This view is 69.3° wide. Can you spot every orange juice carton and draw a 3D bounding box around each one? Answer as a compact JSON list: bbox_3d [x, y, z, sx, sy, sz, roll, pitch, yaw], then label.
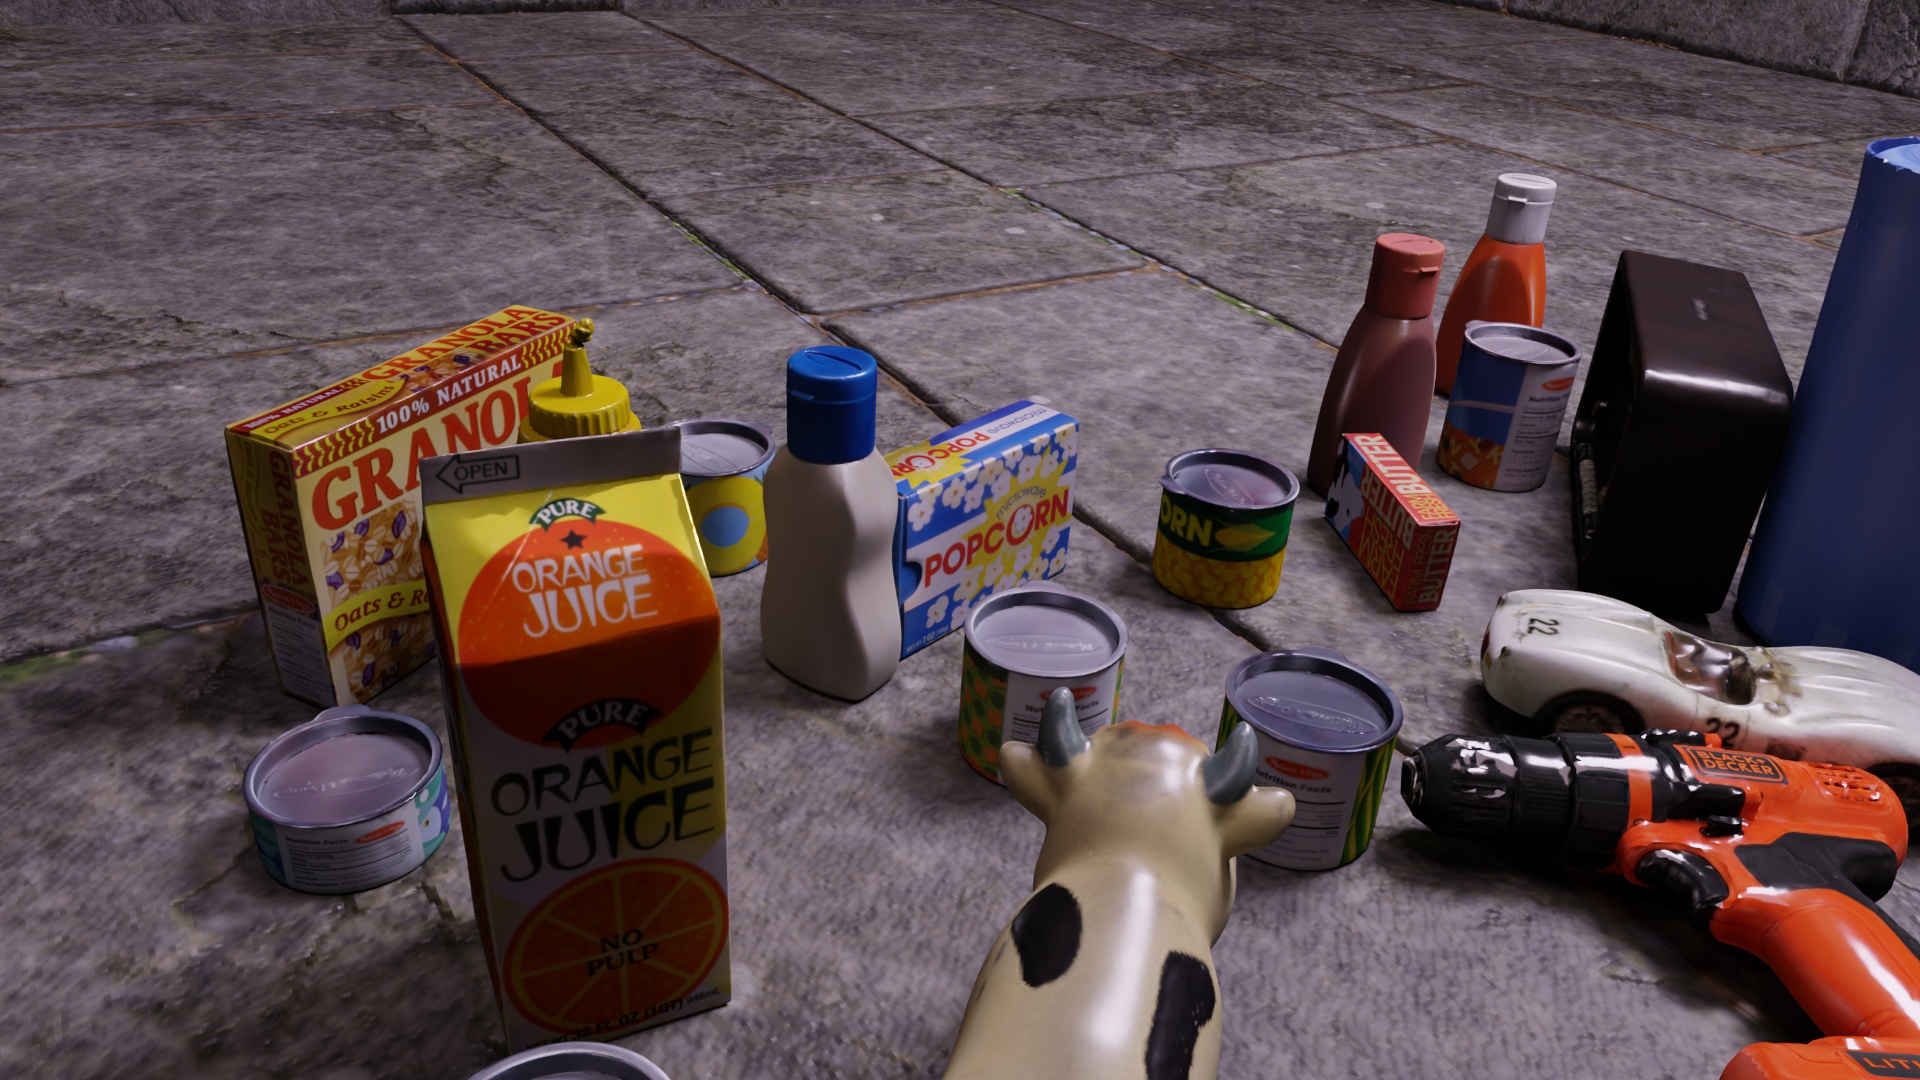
[{"bbox_3d":[-0.114,0.056,0.418,0.072,0.191,0.073,-10,32,-24],"label":"orange juice carton"}]

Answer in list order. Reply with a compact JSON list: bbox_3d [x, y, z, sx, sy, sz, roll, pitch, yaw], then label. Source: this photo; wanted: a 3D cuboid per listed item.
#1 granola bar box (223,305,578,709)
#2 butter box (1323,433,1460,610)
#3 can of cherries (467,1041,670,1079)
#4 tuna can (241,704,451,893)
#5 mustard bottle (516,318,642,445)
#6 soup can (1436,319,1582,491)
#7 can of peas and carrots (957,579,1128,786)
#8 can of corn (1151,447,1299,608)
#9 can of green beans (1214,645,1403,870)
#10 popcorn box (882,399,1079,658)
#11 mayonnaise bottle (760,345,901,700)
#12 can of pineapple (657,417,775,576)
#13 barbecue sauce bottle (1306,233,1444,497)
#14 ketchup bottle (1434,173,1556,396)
[{"bbox_3d":[-0.232,-0.020,0.611,0.039,0.123,0.166,15,31,20],"label":"granola bar box"},{"bbox_3d":[0.224,-0.011,0.725,0.024,0.052,0.104,-1,29,-9],"label":"butter box"},{"bbox_3d":[-0.098,0.173,0.348,0.071,0.058,0.072,3,29,-2],"label":"can of cherries"},{"bbox_3d":[-0.221,0.092,0.504,0.071,0.032,0.071,3,29,-2],"label":"tuna can"},{"bbox_3d":[-0.157,-0.017,0.578,0.065,0.159,0.049,20,32,26],"label":"mustard bottle"},{"bbox_3d":[0.325,-0.081,0.833,0.071,0.083,0.072,3,29,-2],"label":"soup can"},{"bbox_3d":[0.032,0.059,0.569,0.071,0.058,0.071,3,29,-2],"label":"can of peas and carrots"},{"bbox_3d":[0.130,-0.006,0.699,0.071,0.058,0.071,3,29,-2],"label":"can of corn"},{"bbox_3d":[0.132,0.084,0.537,0.071,0.057,0.071,3,29,-2],"label":"can of green beans"},{"bbox_3d":[0.002,-0.008,0.659,0.038,0.084,0.127,26,36,34],"label":"popcorn box"},{"bbox_3d":[-0.054,-0.007,0.586,0.065,0.147,0.041,21,33,29],"label":"mayonnaise bottle"},{"bbox_3d":[-0.124,-0.023,0.698,0.071,0.057,0.071,3,29,-2],"label":"can of pineapple"},{"bbox_3d":[0.238,-0.096,0.781,0.065,0.147,0.044,-8,31,-21],"label":"barbecue sauce bottle"},{"bbox_3d":[0.358,-0.166,0.922,0.065,0.148,0.044,20,32,27],"label":"ketchup bottle"}]
